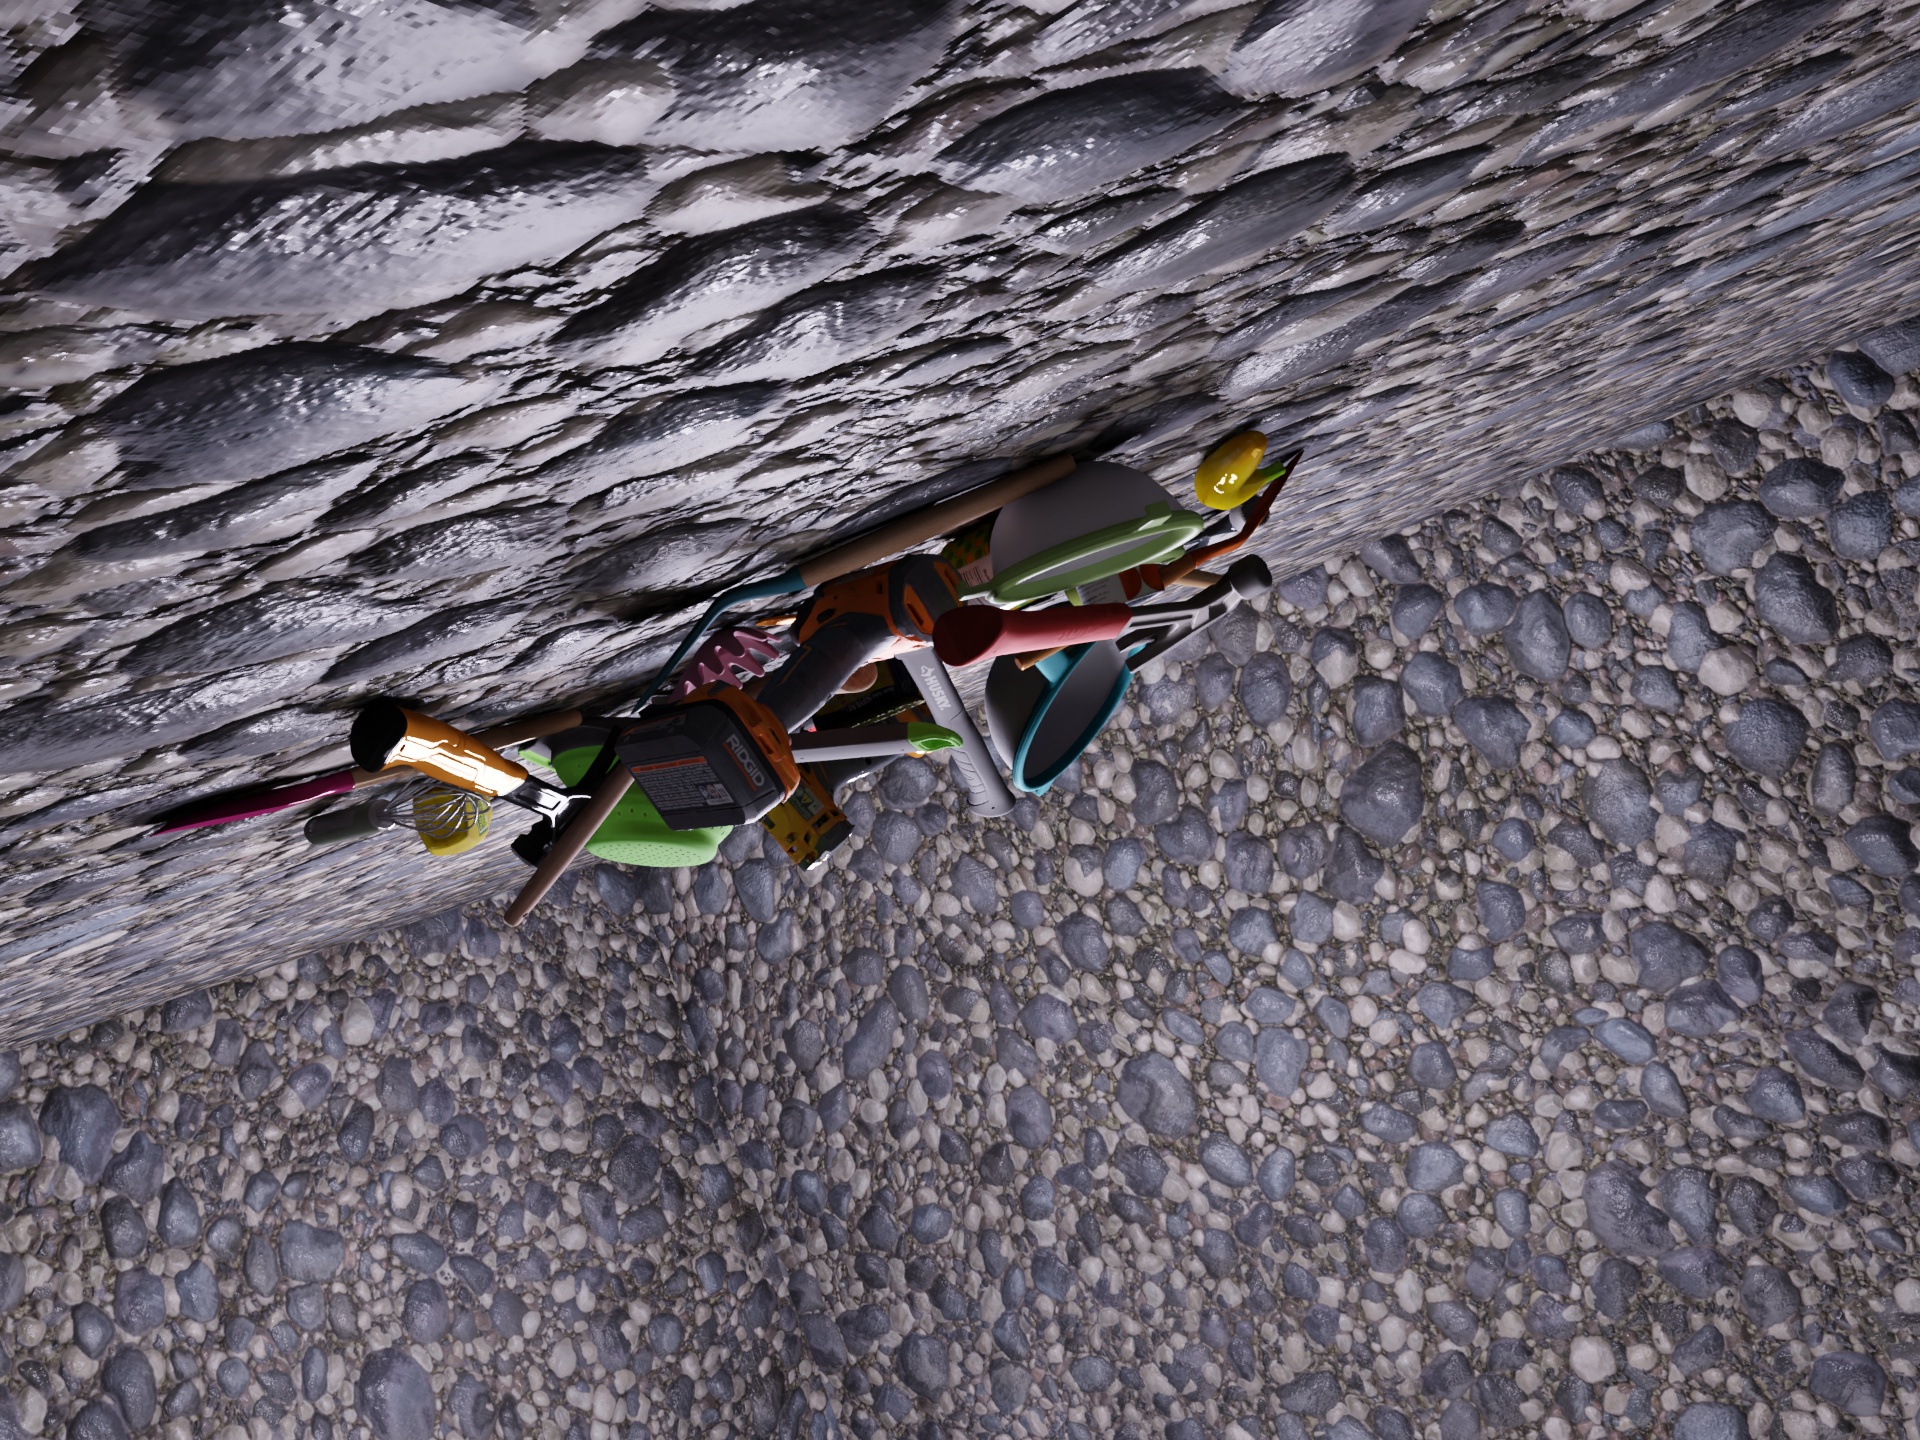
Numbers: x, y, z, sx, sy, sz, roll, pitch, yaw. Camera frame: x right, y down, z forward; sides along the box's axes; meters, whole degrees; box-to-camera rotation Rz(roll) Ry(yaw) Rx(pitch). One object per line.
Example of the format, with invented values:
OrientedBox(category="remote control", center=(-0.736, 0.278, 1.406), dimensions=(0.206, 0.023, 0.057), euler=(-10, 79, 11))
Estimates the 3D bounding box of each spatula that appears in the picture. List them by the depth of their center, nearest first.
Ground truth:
OrientedBox(category="spatula", center=(-0.071, -0.091, 1.004), dimensions=(0.317, 0.044, 0.082), euler=(-23, -166, 4))
OrientedBox(category="spatula", center=(0.175, -0.134, 1.376), dimensions=(0.322, 0.041, 0.081), euler=(-31, 172, -17))

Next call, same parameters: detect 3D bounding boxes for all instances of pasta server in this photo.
OrientedBox(category="pasta server", center=(-0.246, 0.044, 1.191), dimensions=(0.316, 0.040, 0.060), euler=(-50, 164, 15))

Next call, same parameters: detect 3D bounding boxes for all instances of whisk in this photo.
OrientedBox(category="whisk", center=(-0.442, 0.072, 1.227), dimensions=(0.246, 0.058, 0.059), euler=(-13, 150, 41))

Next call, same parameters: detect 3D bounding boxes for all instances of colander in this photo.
OrientedBox(category="colander", center=(-0.184, 0.062, 1.309), dimensions=(0.397, 0.094, 0.204), euler=(-5, 161, 24))

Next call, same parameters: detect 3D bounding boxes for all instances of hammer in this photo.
OrientedBox(category="hammer", center=(-0.317, 0.031, 1.094), dimensions=(0.127, 0.034, 0.336), euler=(-50, 167, -4))
OrientedBox(category="hammer", center=(0.091, -0.066, 1.149), dimensions=(0.149, 0.037, 0.359), euler=(-33, 168, 34))
OrientedBox(category="hammer", center=(-0.155, -0.025, 1.287), dimensions=(0.130, 0.031, 0.331), euler=(-15, -176, -28))
OrientedBox(category="hammer", center=(-0.002, -0.004, 1.394), dimensions=(0.146, 0.035, 0.334), euler=(-18, 146, 6))
OrientedBox(category="hammer", center=(0.100, -0.135, 1.550), dimensions=(0.409, 0.036, 0.149), euler=(-20, 178, -21))

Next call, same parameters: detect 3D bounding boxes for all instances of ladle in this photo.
OrientedBox(category="ladle", center=(0.195, -0.132, 1.499), dimensions=(0.320, 0.062, 0.078), euler=(1, 131, -53))

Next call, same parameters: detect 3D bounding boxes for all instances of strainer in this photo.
OrientedBox(category="strainer", center=(0.101, -0.137, 1.091), dimensions=(0.151, 0.069, 0.256), euler=(-20, 178, 25))
OrientedBox(category="strainer", center=(0.070, -0.056, 1.499), dimensions=(0.211, 0.095, 0.340), euler=(-54, 159, -2))

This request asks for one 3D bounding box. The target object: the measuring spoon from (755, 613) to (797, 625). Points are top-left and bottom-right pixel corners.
OrientedBox(category="measuring spoon", center=(-0.114, -0.083, 1.217), dimensions=(0.021, 0.011, 0.117), euler=(-17, 177, 40))

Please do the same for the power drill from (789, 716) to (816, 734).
OrientedBox(category="power drill", center=(-0.188, 0.011, 1.599), dimensions=(0.219, 0.078, 0.143), euler=(-32, -176, -39))

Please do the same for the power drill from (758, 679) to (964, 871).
OrientedBox(category="power drill", center=(-0.128, 0.008, 1.504), dimensions=(0.226, 0.185, 0.084), euler=(-42, 180, -31))

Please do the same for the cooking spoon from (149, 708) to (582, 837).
OrientedBox(category="cooking spoon", center=(-0.414, 0.035, 1.143), dimensions=(0.319, 0.017, 0.069), euler=(-18, -177, -40))

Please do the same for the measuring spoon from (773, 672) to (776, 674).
OrientedBox(category="measuring spoon", center=(-0.227, -0.015, 1.526), dimensions=(0.128, 0.021, 0.042), euler=(-22, 177, 5))

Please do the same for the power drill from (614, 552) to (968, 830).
OrientedBox(category="power drill", center=(-0.115, -0.024, 1.052), dimensions=(0.164, 0.084, 0.226), euler=(-9, -151, 51))
